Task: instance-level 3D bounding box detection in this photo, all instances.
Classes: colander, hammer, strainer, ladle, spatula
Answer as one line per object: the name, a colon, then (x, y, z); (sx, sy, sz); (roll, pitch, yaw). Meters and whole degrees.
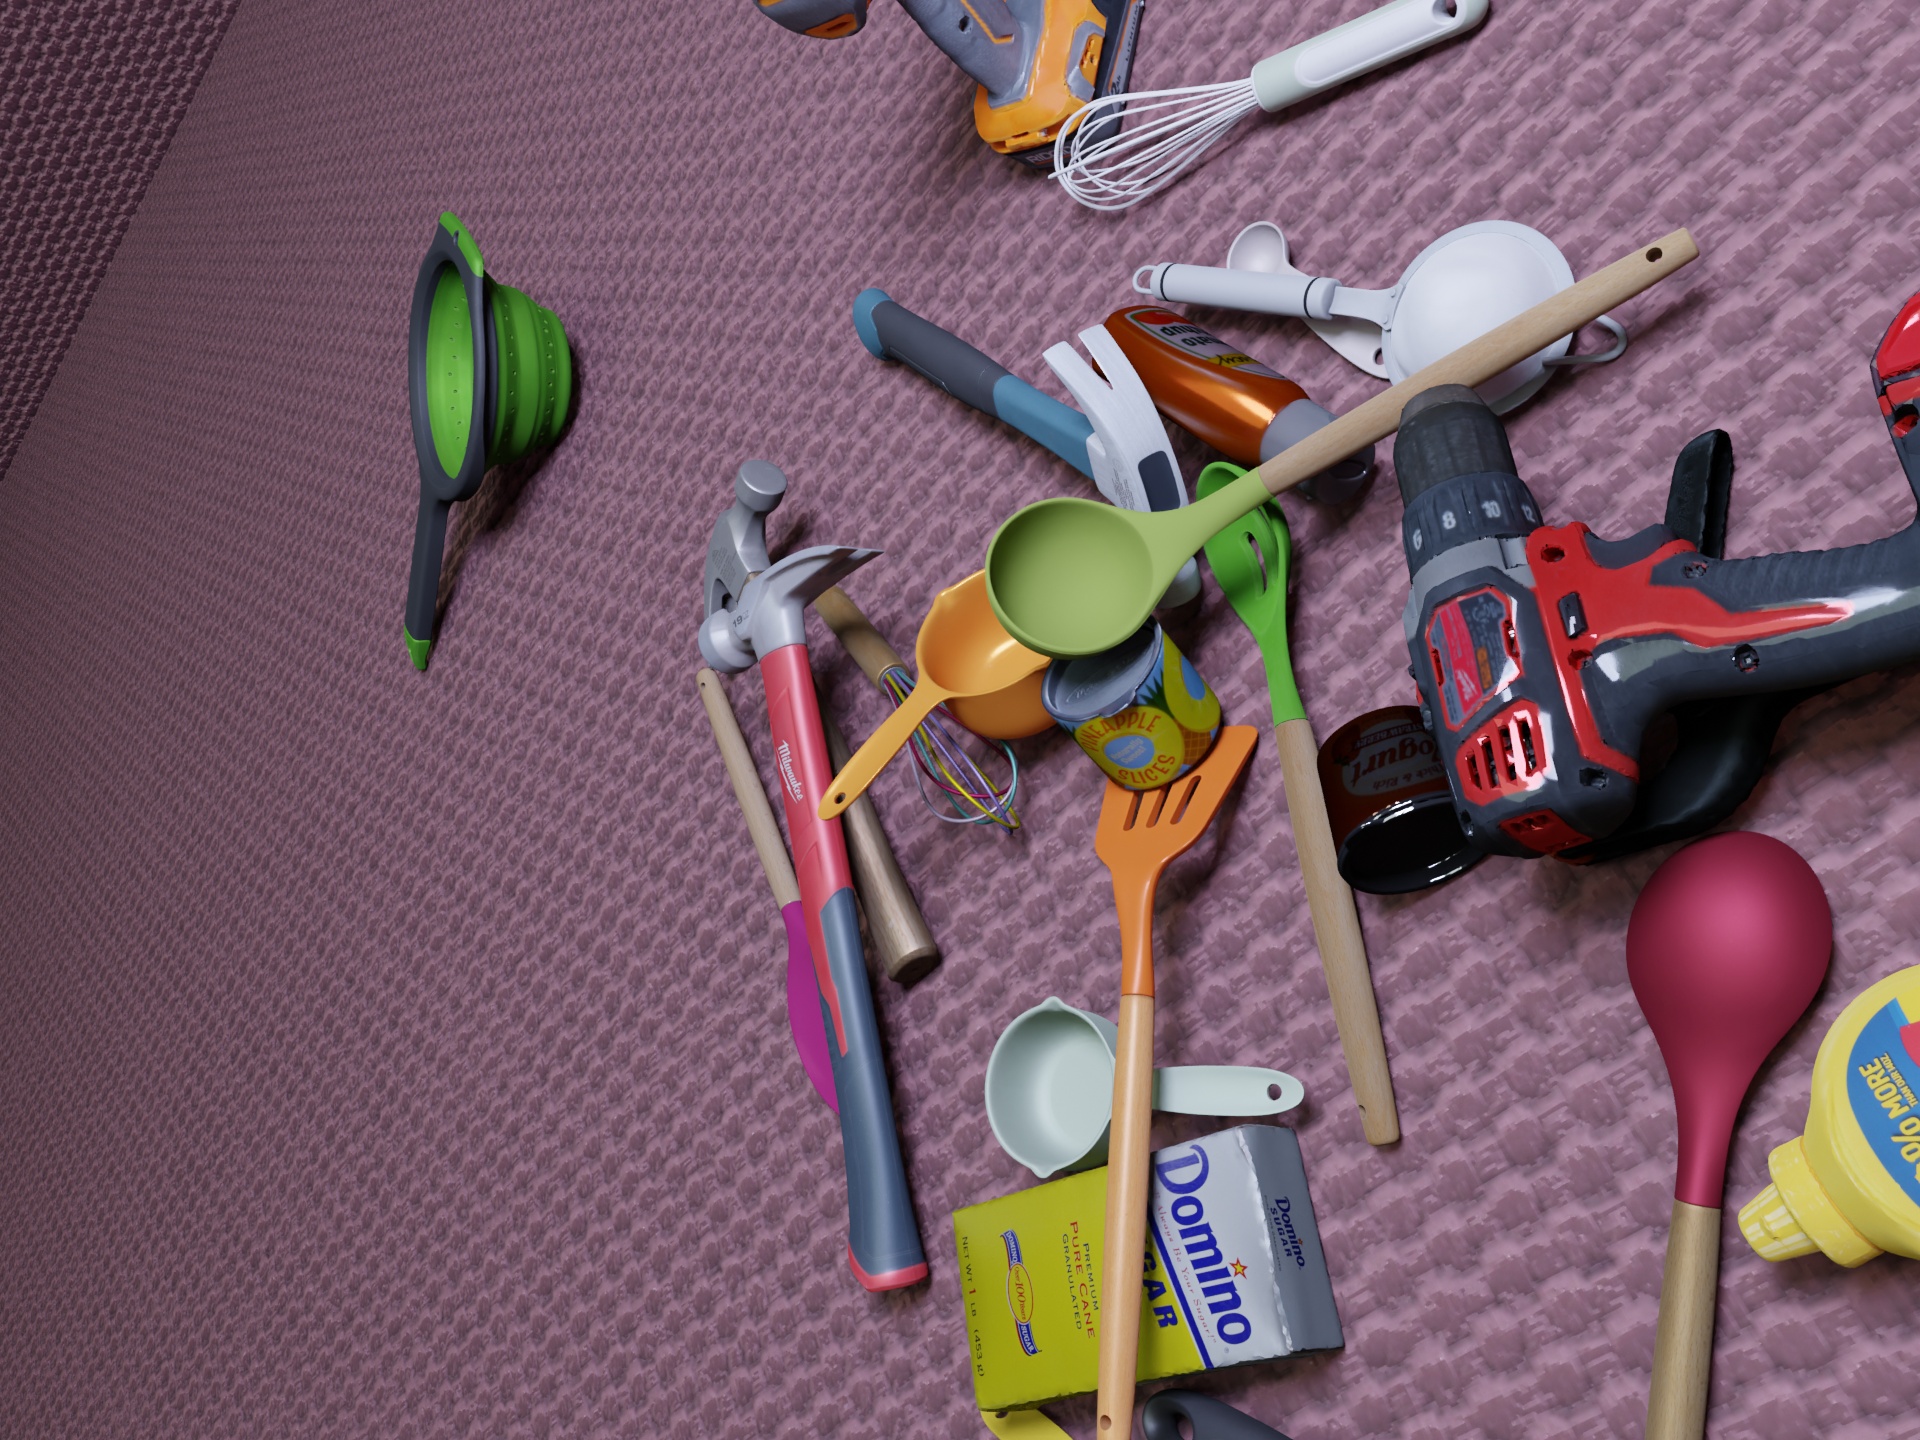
colander: (-0.397, -0.213, 1.325); (0.205, 0.094, 0.396); (52, 134, 41)
hammer: (0.020, -0.177, 0.865); (0.033, 0.128, 0.331); (-29, 37, -13)
hammer: (-0.088, 0.007, 0.941); (0.332, 0.031, 0.130); (64, 143, 30)
strainer: (0.171, -0.190, 0.723); (0.259, 0.050, 0.087); (23, 102, 46)
ladle: (0.251, 0.193, 0.550); (0.069, 0.031, 0.315); (2, 82, 47)
ladle: (0.147, -0.116, 0.668); (0.320, 0.062, 0.078); (-28, 70, 28)
hammer: (-0.060, 0.100, 0.847); (0.143, 0.038, 0.386); (-27, 70, 45)
spatula: (0.082, 0.148, 0.695); (0.081, 0.041, 0.323); (-12, 62, 38)

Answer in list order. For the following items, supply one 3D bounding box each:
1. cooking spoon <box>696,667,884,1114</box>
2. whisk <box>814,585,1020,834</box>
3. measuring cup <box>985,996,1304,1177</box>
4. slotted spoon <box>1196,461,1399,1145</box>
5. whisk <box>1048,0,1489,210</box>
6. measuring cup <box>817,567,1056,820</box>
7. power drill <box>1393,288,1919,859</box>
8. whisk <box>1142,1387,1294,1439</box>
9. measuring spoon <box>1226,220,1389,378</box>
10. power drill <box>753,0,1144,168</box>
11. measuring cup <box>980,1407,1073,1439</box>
cooking spoon: (-0.108, 0.091, 0.956); (0.068, 0.017, 0.319); (-48, 52, 32)
whisk: (-0.030, -0.015, 0.894); (0.245, 0.047, 0.051); (50, 134, 46)
measuring cup: (0.087, 0.169, 0.725); (0.167, 0.038, 0.083); (-9, 69, 38)
slotted spoon: (0.151, 0.027, 0.701); (0.070, 0.031, 0.314); (117, 147, -66)
whisk: (0.145, -0.315, 0.799); (0.246, 0.059, 0.057); (-9, 110, 41)
measuring cup: (-0.001, -0.003, 0.811); (0.173, 0.052, 0.095); (-47, 45, -8)
power drill: (0.255, -0.070, 0.542); (0.226, 0.080, 0.188); (-25, 57, 34)
whisk: (0.163, 0.294, 0.575); (0.296, 0.073, 0.073); (-7, 73, 57)
measuring spoon: (0.173, -0.198, 0.761); (0.034, 0.018, 0.124); (-56, 52, 25)
power drill: (-0.002, -0.412, 0.847); (0.084, 0.226, 0.164); (5, 82, 47)
measuring cup: (0.056, 0.343, 0.708); (0.156, 0.062, 0.029); (7, 124, 60)
